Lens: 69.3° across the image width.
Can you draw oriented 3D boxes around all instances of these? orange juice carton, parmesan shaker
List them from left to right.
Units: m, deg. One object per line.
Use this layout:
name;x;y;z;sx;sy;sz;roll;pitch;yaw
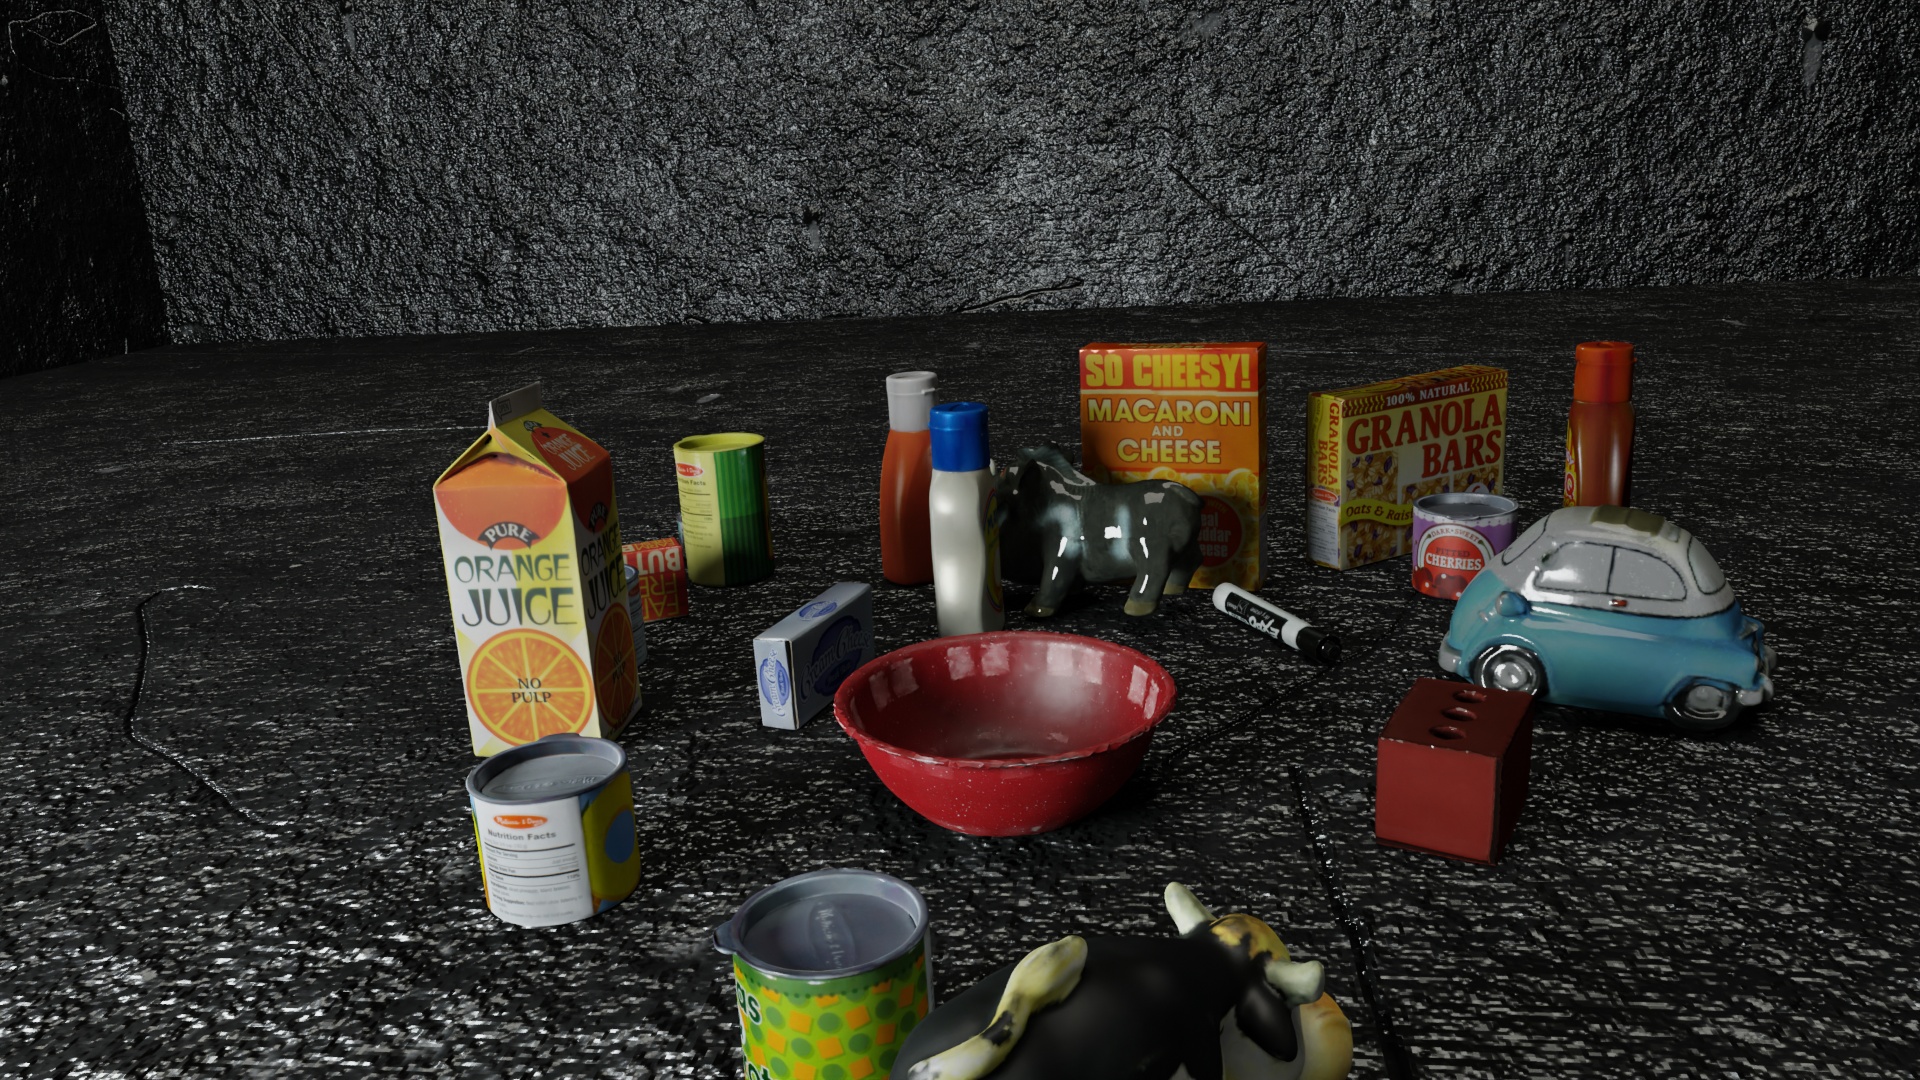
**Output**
orange juice carton;-0.226;0.014;0.745;0.073;0.192;0.072;-2;15;5
parmesan shaker;-0.177;-0.024;1.037;0.071;0.102;0.071;-3;15;1

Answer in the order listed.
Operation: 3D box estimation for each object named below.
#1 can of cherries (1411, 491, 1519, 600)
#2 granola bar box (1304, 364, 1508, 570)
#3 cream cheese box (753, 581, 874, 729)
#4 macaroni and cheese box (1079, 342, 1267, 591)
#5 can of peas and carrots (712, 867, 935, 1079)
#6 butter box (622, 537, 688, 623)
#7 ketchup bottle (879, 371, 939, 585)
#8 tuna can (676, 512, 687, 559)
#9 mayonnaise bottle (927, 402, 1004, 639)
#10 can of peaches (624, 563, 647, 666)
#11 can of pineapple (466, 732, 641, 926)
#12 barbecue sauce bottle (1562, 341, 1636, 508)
can of cherries;0.332;0.004;0.919;0.071;0.058;0.072;-3;15;1
granola bar box;0.324;-0.055;1.010;0.166;0.123;0.039;-12;17;-28
cream cheese box;-0.081;0.064;0.795;0.024;0.053;0.104;3;17;22
macaroni and cheese box;0.147;-0.052;0.956;0.124;0.166;0.040;3;16;20
can of peas and carrots;-0.044;0.152;0.463;0.071;0.058;0.071;-3;15;1
butter box;-0.239;0.032;0.941;0.104;0.053;0.024;-9;16;-20
ketchup bottle;-0.029;-0.046;1.000;0.065;0.148;0.043;-16;20;-39
tuna can;-0.190;-0.007;1.109;0.071;0.032;0.071;-3;16;1
mayonnaise bottle;0.003;-0.011;0.871;0.041;0.147;0.065;0;16;13
can of peaches;-0.234;0.050;0.867;0.071;0.058;0.071;-3;15;1
can of pineapple;-0.172;0.123;0.596;0.071;0.057;0.071;-3;15;1
barbecue sauce bottle;0.444;-0.062;0.965;0.043;0.148;0.065;2;16;18
